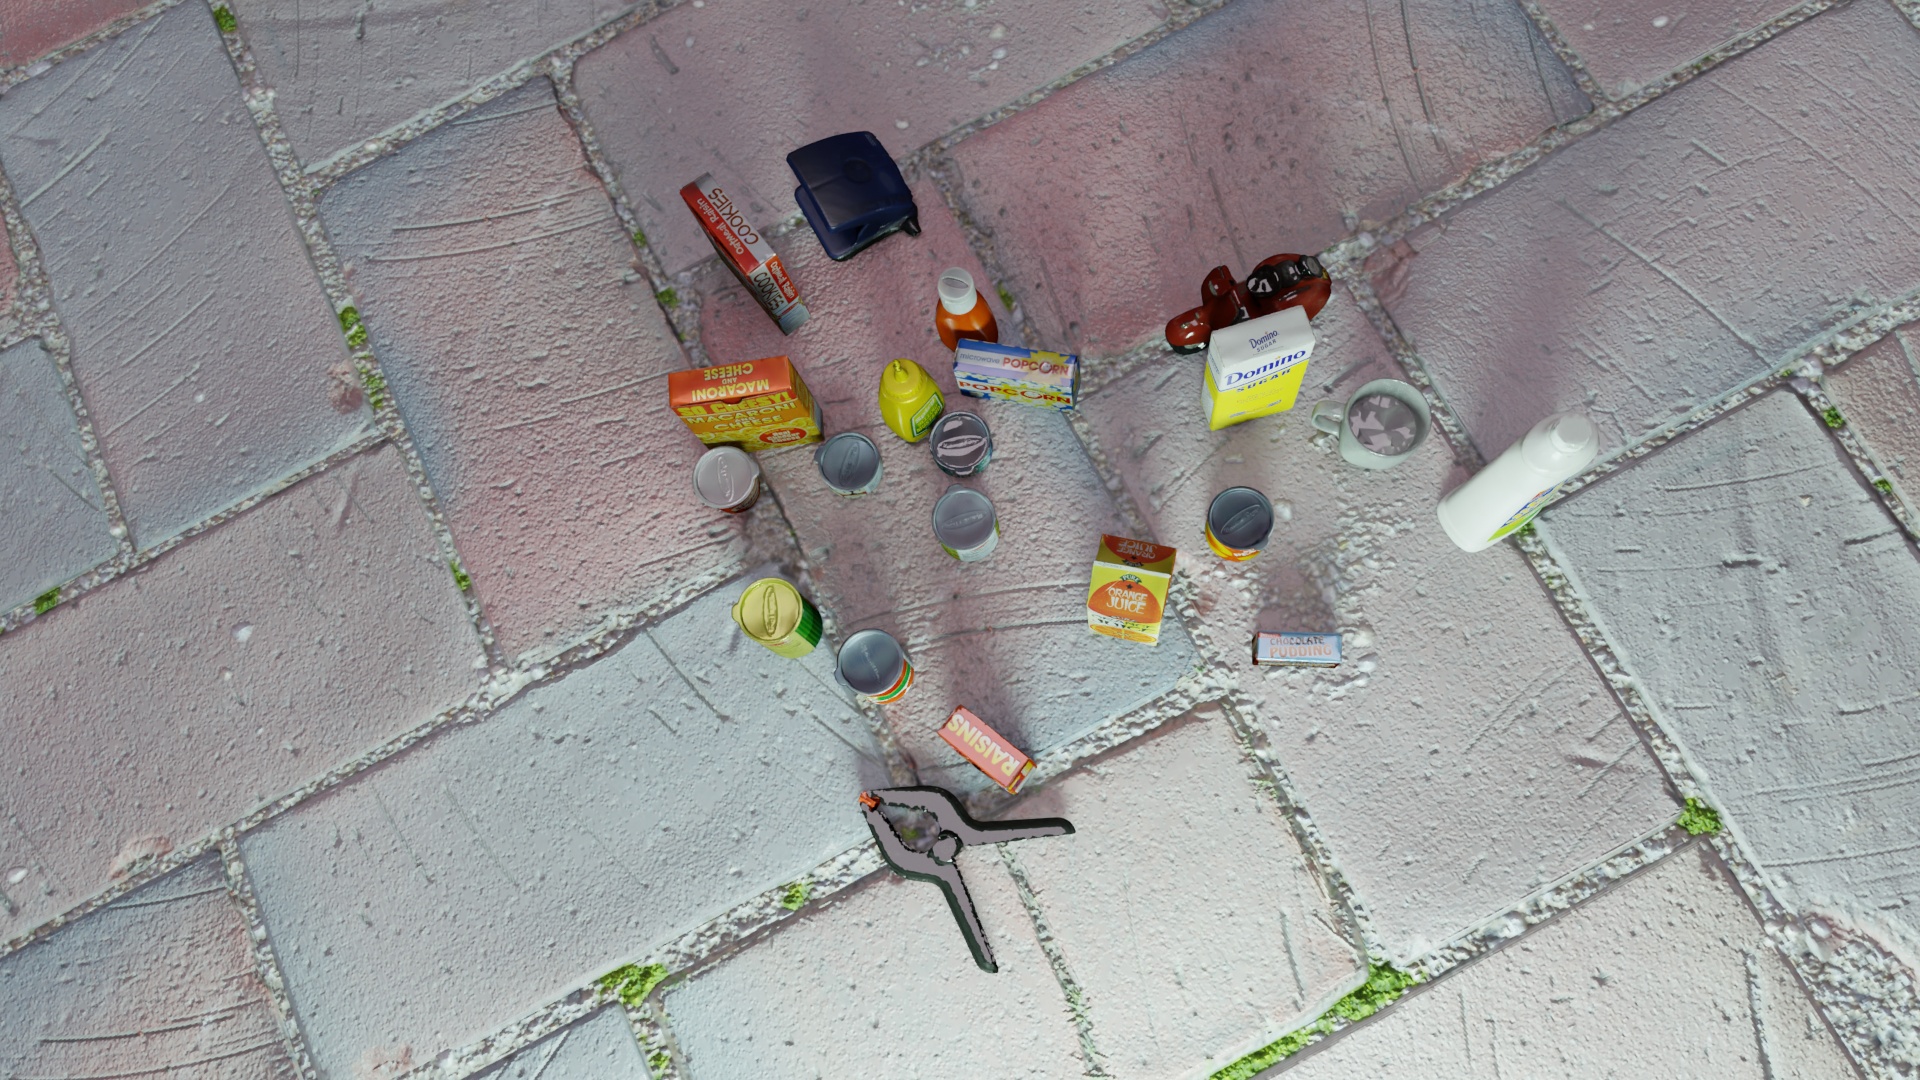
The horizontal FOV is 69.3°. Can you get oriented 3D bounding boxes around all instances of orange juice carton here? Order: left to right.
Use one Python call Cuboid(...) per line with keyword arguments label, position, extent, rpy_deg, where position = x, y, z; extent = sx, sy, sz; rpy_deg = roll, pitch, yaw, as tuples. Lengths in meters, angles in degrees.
Cuboid(label="orange juice carton", position=(0.164, 0.046, 1.334), extent=(0.072, 0.192, 0.073), rpy_deg=(12, 78, 9))

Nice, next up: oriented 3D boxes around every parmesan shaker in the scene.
Cuboid(label="parmesan shaker", position=(-0.184, 0.080, 1.408), extent=(0.071, 0.103, 0.071), rpy_deg=(-1, 76, 6))

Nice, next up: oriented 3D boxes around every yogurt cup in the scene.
Cuboid(label="yogurt cup", position=(-0.245, -0.061, 1.475), extent=(0.072, 0.054, 0.072), rpy_deg=(-1, 76, 6))

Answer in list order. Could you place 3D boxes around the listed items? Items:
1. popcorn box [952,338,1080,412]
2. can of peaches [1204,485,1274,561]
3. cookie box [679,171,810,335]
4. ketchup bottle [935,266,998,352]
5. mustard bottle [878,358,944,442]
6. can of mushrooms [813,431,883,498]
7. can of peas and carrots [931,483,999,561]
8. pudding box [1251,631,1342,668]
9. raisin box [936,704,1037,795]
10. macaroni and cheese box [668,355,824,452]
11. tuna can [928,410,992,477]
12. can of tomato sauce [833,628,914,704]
Cuboid(label="popcorn box", position=(0.060, -0.172, 1.454), extent=(0.127, 0.085, 0.038), rpy_deg=(10, 78, 8))
Cuboid(label="can of peaches", position=(0.283, -0.014, 1.406), extent=(0.071, 0.058, 0.071), rpy_deg=(-1, 76, 6))
Cuboid(label="cookie box", position=(-0.227, -0.300, 1.474), extent=(0.040, 0.167, 0.123), rpy_deg=(-39, 76, -4))
Cuboid(label="ketchup bottle", position=(0.002, -0.237, 1.444), extent=(0.065, 0.148, 0.043), rpy_deg=(18, 79, 10))
Cuboid(label="mustard bottle", position=(-0.054, -0.150, 1.422), extent=(0.049, 0.160, 0.065), rpy_deg=(39, 84, 13))
Cuboid(label="can of mushrooms", position=(-0.119, -0.081, 1.477), extent=(0.071, 0.033, 0.071), rpy_deg=(-1, 76, 6))
Cuboid(label="can of peas and carrots", position=(0.005, -0.018, 1.435), extent=(0.071, 0.058, 0.071), rpy_deg=(-1, 76, 6))
Cuboid(label="pudding box", position=(0.333, 0.108, 1.374), extent=(0.084, 0.049, 0.030), rpy_deg=(2, 77, 6))
Cuboid(label="raisin box", position=(0.027, 0.204, 1.345), extent=(0.086, 0.123, 0.040), rpy_deg=(38, 83, 13))
Cuboid(label="macaroni and cheese box", position=(-0.217, -0.135, 1.432), extent=(0.124, 0.166, 0.040), rpy_deg=(-8, 76, 4))
Cuboid(label="tuna can", position=(0.001, -0.099, 1.469), extent=(0.071, 0.032, 0.071), rpy_deg=(-1, 76, 6))
Cuboid(label="can of tomato sauce", position=(-0.086, 0.129, 1.396), extent=(0.071, 0.083, 0.071), rpy_deg=(-1, 76, 6))
